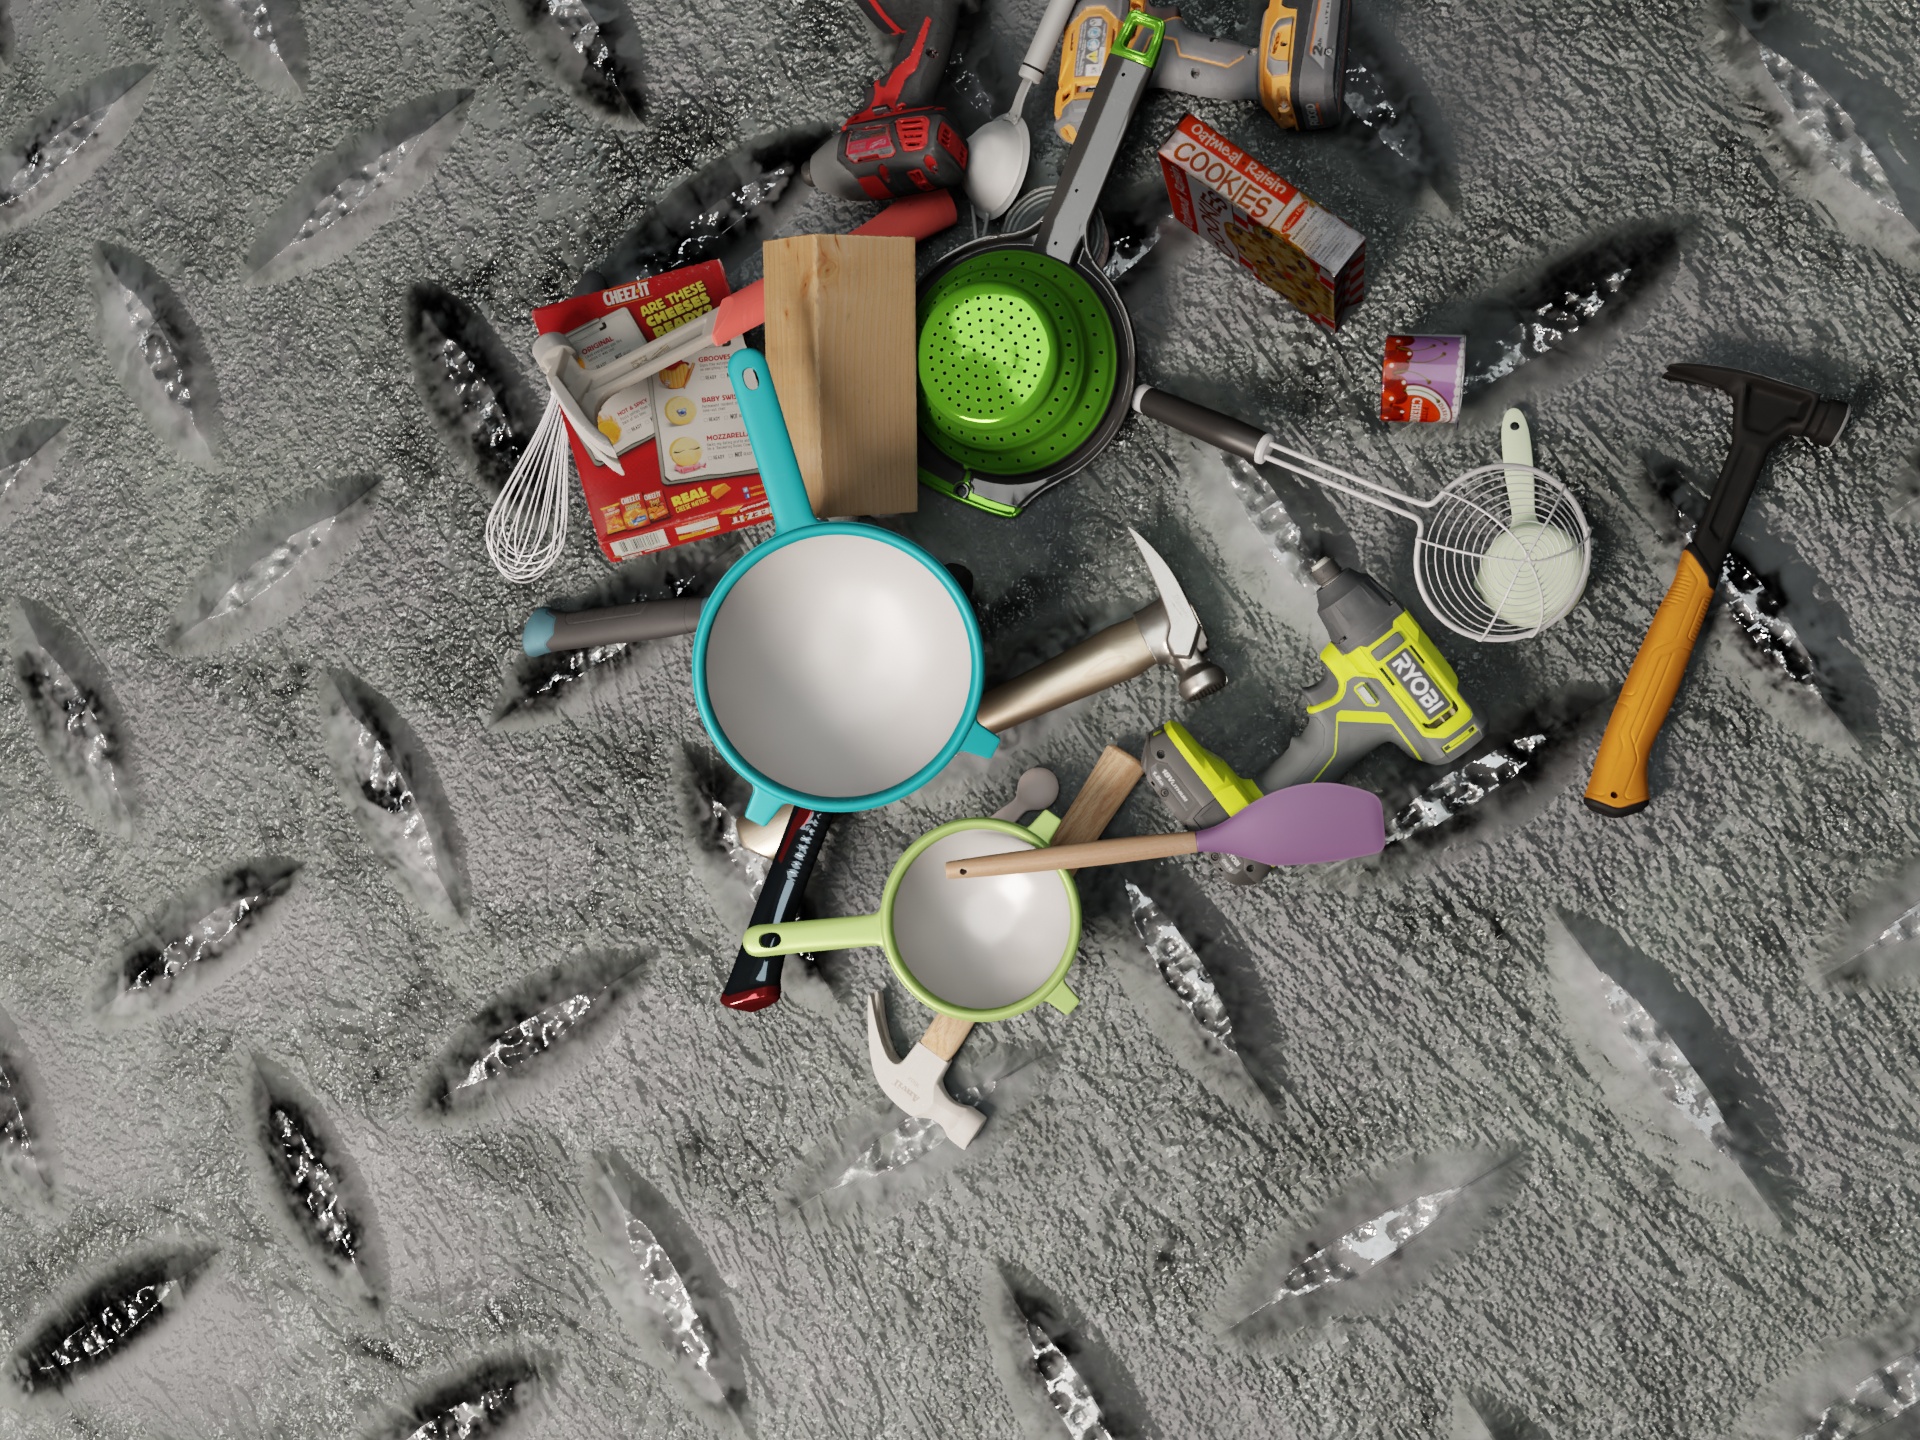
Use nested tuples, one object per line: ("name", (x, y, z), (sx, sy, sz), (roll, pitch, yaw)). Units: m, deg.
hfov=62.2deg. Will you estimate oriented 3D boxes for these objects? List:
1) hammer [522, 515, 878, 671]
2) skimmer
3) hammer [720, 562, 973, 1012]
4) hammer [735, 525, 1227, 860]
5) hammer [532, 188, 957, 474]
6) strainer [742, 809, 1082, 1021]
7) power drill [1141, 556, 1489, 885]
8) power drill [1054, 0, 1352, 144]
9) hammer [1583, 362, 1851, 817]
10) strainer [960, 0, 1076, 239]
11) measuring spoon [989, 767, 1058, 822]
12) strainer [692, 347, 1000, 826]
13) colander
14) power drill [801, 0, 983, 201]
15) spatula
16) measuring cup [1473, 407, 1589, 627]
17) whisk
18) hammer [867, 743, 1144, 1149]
("hammer", (-0.221, -0.089, 1.312), (0.331, 0.033, 0.128), (-5, 71, 24))
("skimmer", (0.290, -0.175, 1.199), (0.364, 0.090, 0.127), (31, 100, 32))
("hammer", (-0.119, 0.041, 1.265), (0.143, 0.038, 0.386), (17, 82, 27))
("hammer", (-0.002, -0.004, 1.276), (0.410, 0.038, 0.146), (-26, 78, 11))
("hammer", (-0.156, -0.330, 1.273), (0.359, 0.036, 0.149), (-30, 60, -11))
("strainer", (-0.034, 0.155, 1.211), (0.256, 0.069, 0.151), (-7, 85, 7))
("power drill", (0.250, 0.002, 1.177), (0.223, 0.080, 0.171), (-38, 91, 9))
("power drill", (0.190, -0.554, 1.259), (0.226, 0.084, 0.185), (5, 86, 19))
("hammer", (0.520, -0.091, 1.154), (0.127, 0.034, 0.337), (21, 90, 14))
("strainer", (0.051, -0.511, 1.273), (0.087, 0.050, 0.258), (44, 114, 48))
("measuring spoon", (0.027, 0.083, 1.267), (0.124, 0.018, 0.034), (-42, 65, 8))
("strainer", (-0.108, -0.104, 1.176), (0.211, 0.095, 0.340), (-17, 98, -2))
("colander", (0.061, -0.354, 1.222), (0.204, 0.094, 0.397), (25, 103, 11))
("power drill", (-0.056, -0.527, 1.292), (0.143, 0.078, 0.220), (0, 77, 30))
("spatula", (0.144, 0.088, 1.147), (0.316, 0.018, 0.059), (-8, 101, 8))
("measuring cup", (0.421, -0.154, 1.181), (0.083, 0.038, 0.167), (-6, 85, 13))
("whisk", (-0.350, -0.256, 1.380), (0.070, 0.070, 0.285), (11, 82, 15))
("hammer", (0.040, 0.164, 1.251), (0.130, 0.031, 0.331), (33, 93, 14))
